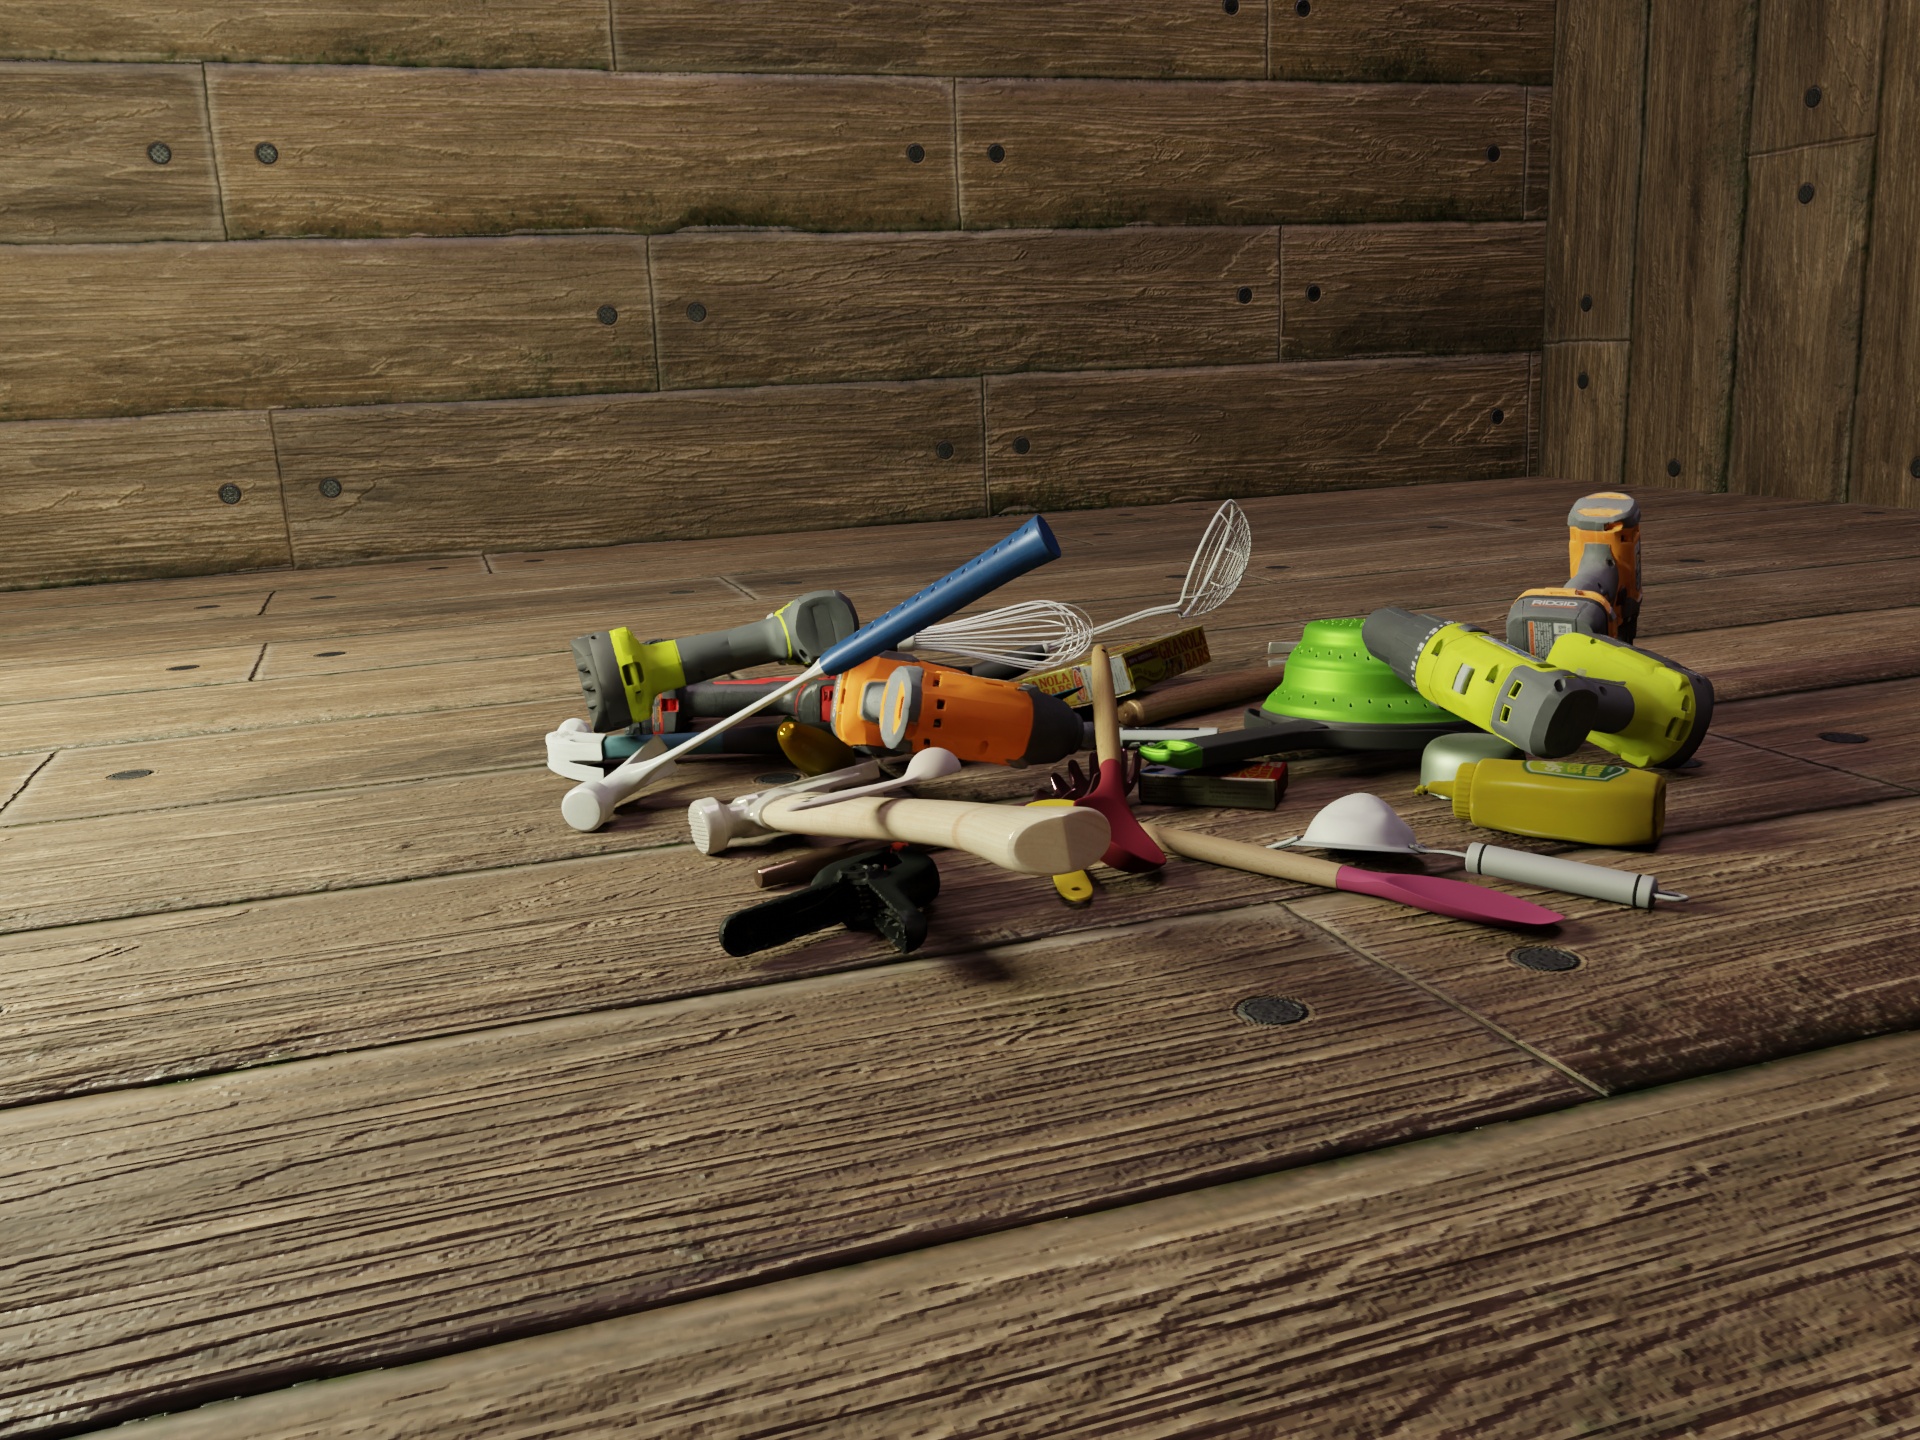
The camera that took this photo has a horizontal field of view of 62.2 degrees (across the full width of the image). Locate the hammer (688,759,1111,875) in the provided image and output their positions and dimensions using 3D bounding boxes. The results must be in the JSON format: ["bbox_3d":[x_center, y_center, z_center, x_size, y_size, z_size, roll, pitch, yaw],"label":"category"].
[{"bbox_3d":[-0.029,0.058,0.967,0.146,0.038,0.411,-14,6,-29],"label":"hammer"}]

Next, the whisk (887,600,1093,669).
[{"bbox_3d":[-0.018,-0.074,1.460,0.284,0.070,0.070,-3,13,-5],"label":"whisk"}]

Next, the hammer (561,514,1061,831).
[{"bbox_3d":[-0.107,-0.037,1.174,0.405,0.035,0.144,-29,7,16],"label":"hammer"}]

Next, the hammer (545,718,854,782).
[{"bbox_3d":[-0.188,0.017,1.360,0.331,0.033,0.128,-3,12,-3],"label":"hammer"}]

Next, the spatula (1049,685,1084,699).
[{"bbox_3d":[-0.024,-0.020,1.471,0.082,0.044,0.318,-18,19,-40],"label":"spatula"}]

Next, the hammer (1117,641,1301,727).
[{"bbox_3d":[0.274,-0.036,1.512,0.331,0.031,0.130,-13,17,-37],"label":"hammer"}]

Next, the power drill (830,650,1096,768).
[{"bbox_3d":[-0.002,-0.004,1.230,0.164,0.084,0.226,9,1,-20],"label":"power drill"}]

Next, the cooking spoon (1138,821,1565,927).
[{"bbox_3d":[0.215,0.093,0.990,0.319,0.017,0.068,10,8,42],"label":"cooking spoon"}]

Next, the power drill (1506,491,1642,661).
[{"bbox_3d":[0.554,-0.075,1.409,0.084,0.185,0.226,6,34,33],"label":"power drill"}]

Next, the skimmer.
[{"bbox_3d":[0.129,-0.114,1.582,0.363,0.090,0.127,-21,-26,-7],"label":"skimmer"}]

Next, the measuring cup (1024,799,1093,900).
[{"bbox_3d":[0.068,0.082,1.036,0.062,0.029,0.156,-3,12,-3],"label":"measuring cup"}]

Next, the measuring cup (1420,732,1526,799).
[{"bbox_3d":[0.411,0.038,1.147,0.083,0.038,0.168,-13,15,-39],"label":"measuring cup"}]

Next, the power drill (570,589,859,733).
[{"bbox_3d":[-0.203,-0.054,1.323,0.223,0.080,0.171,-14,3,-11],"label":"power drill"}]

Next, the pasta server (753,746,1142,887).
[{"bbox_3d":[0.000,0.067,1.103,0.316,0.040,0.060,-12,4,-31],"label":"pasta server"}]

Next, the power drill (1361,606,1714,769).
[{"bbox_3d":[0.428,-0.029,1.186,0.228,0.080,0.191,5,20,-34],"label":"power drill"}]

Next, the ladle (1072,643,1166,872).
[{"bbox_3d":[0.104,0.019,1.123,0.069,0.031,0.316,29,26,-13],"label":"ladle"}]

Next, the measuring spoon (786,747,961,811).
[{"bbox_3d":[-0.053,0.035,0.962,0.124,0.018,0.034,-14,7,-36],"label":"measuring spoon"}]

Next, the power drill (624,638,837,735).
[{"bbox_3d":[-0.191,-0.027,1.468,0.219,0.078,0.143,1,14,2],"label":"power drill"}]

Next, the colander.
[{"bbox_3d":[0.279,-0.027,1.251,0.397,0.094,0.205,-7,11,-43],"label":"colander"}]

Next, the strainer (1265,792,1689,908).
[{"bbox_3d":[0.312,0.082,0.983,0.258,0.050,0.086,10,3,33],"label":"strainer"}]
